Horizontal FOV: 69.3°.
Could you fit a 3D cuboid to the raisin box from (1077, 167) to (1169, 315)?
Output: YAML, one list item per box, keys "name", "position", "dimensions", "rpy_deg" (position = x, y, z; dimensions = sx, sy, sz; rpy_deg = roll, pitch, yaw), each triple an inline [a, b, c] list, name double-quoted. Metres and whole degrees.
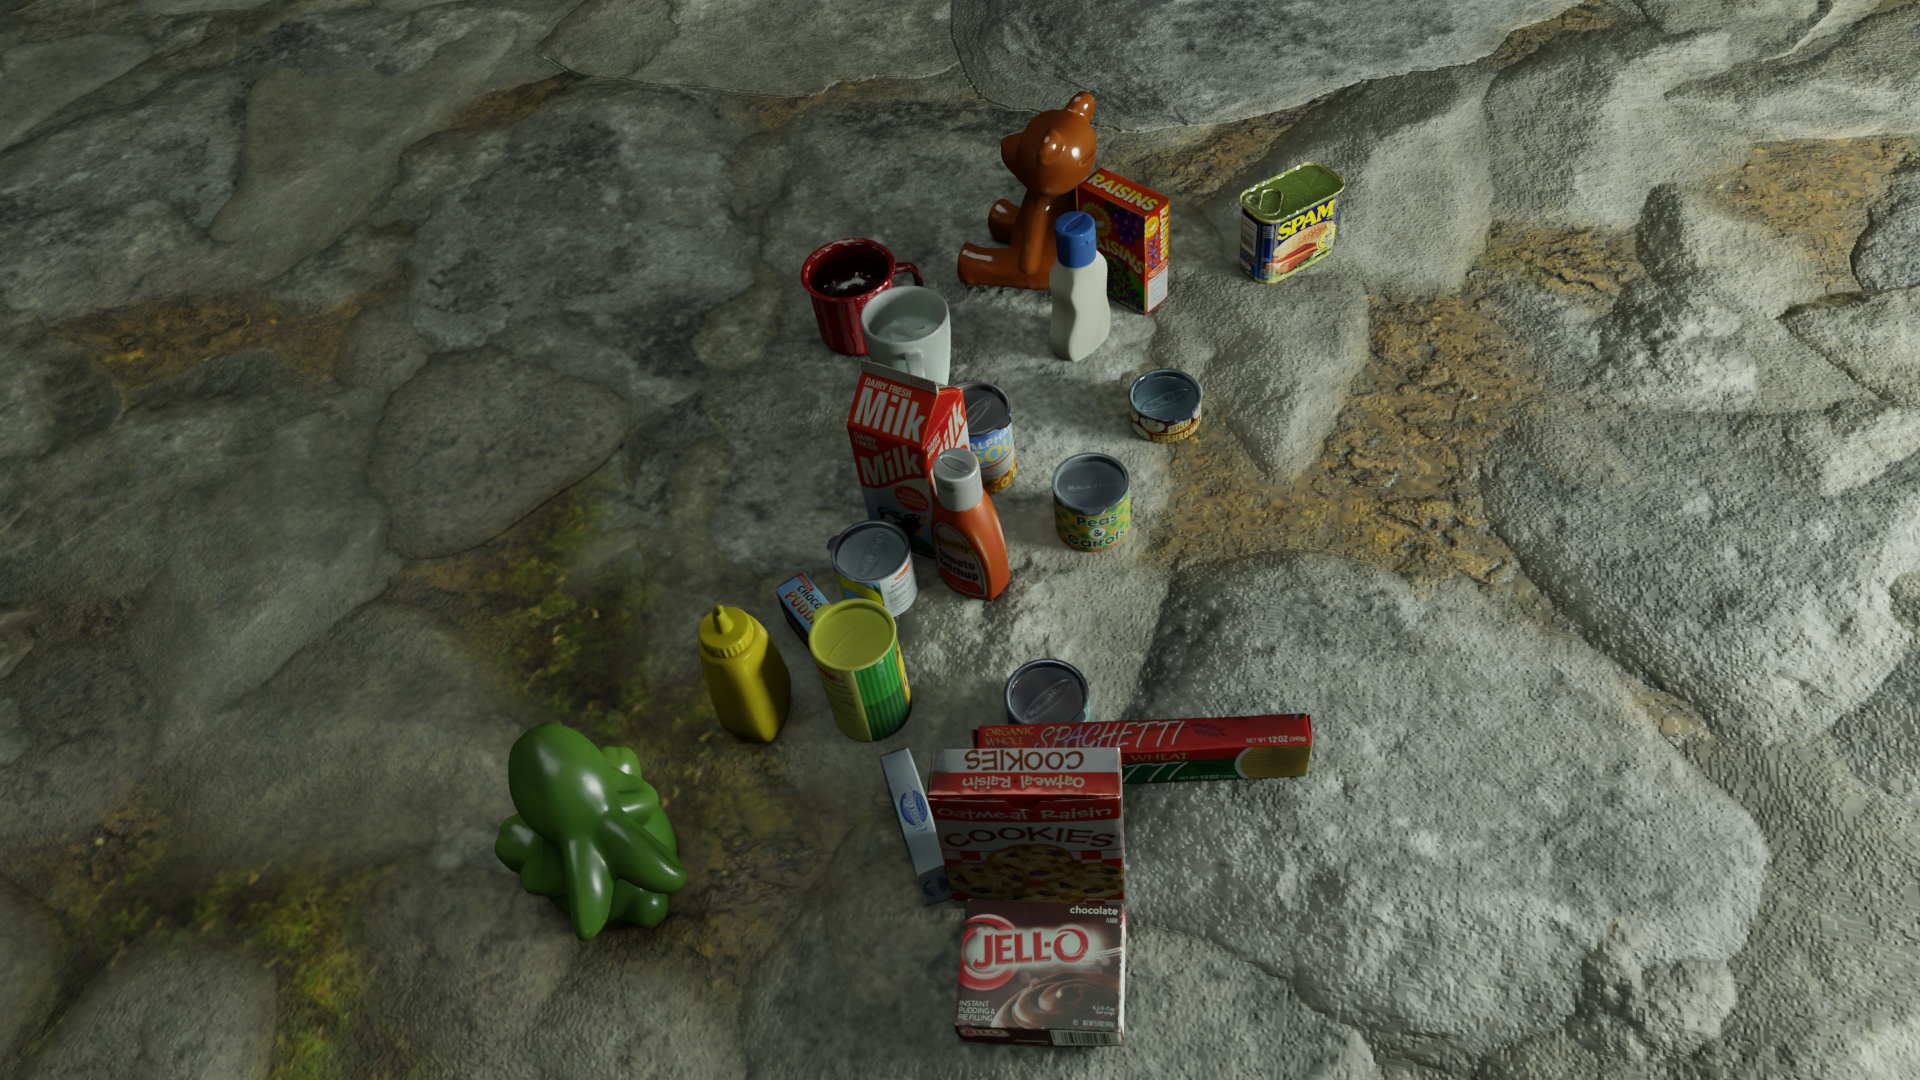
- name: "raisin box"
  position: [0.159, -0.291, 1.353]
  dimensions: [0.086, 0.122, 0.040]
  rpy_deg: [34, 63, 30]

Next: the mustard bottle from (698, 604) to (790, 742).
- name: "mustard bottle"
  position: [-0.169, 0.093, 1.061]
  dimensions: [0.049, 0.159, 0.065]
  rpy_deg: [8, 53, 14]

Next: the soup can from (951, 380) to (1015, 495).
- name: "soup can"
  position: [0.016, -0.088, 1.233]
  dimensions: [0.071, 0.083, 0.072]
  rpy_deg: [-4, 51, 5]

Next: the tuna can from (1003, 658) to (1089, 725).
- name: "tuna can"
  position: [0.070, 0.129, 1.082]
  dimensions: [0.071, 0.032, 0.071]
  rpy_deg: [-4, 51, 5]

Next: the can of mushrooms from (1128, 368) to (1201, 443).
- name: "can of mushrooms"
  position: [0.188, -0.122, 1.270]
  dimensions: [0.071, 0.033, 0.071]
  rpy_deg: [-4, 51, 5]

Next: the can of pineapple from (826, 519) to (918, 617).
- name: "can of pineapple"
  position: [-0.073, 0.024, 1.170]
  dimensions: [0.071, 0.057, 0.071]
  rpy_deg: [-4, 51, 5]

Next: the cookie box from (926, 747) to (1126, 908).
- name: "cookie box"
  position: [0.049, 0.198, 0.942]
  dimensions: [0.123, 0.166, 0.040]
  rpy_deg: [-2, 51, 6]

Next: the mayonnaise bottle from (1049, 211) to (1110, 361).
- name: "mayonnaise bottle"
  position: [0.110, -0.239, 1.302]
  dimensions: [0.041, 0.147, 0.065]
  rpy_deg: [33, 62, 29]

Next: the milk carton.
- name: "milk carton"
  position: [-0.040, -0.075, 1.161]
  dimensions: [0.072, 0.189, 0.074]
  rpy_deg: [18, 56, 21]

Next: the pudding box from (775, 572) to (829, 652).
- name: "pudding box"
  position: [-0.116, 0.071, 1.143]
  dimensions: [0.030, 0.049, 0.084]
  rpy_deg: [-31, 54, -17]

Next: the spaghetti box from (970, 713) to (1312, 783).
- name: "spaghetti box"
  position: [0.134, 0.158, 1.039]
  dimensions: [0.250, 0.050, 0.029]
  rpy_deg: [-3, 51, 5]

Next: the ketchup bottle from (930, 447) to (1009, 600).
- name: "ketchup bottle"
  position: [0.004, -0.014, 1.132]
  dimensions: [0.065, 0.148, 0.044]
  rpy_deg: [26, 59, 25]

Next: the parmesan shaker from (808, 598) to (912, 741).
- name: "parmesan shaker"
  position: [-0.078, 0.100, 1.080]
  dimensions: [0.071, 0.102, 0.072]
  rpy_deg: [-4, 51, 5]

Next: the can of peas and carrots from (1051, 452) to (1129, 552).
- name: "can of peas and carrots"
  position: [0.113, -0.031, 1.189]
  dimensions: [0.071, 0.058, 0.071]
  rpy_deg: [-4, 51, 5]

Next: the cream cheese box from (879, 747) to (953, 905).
- name: "cream cheese box"
  position: [-0.032, 0.209, 1.017]
  dimensions: [0.024, 0.053, 0.104]
  rpy_deg: [-17, 51, -6]
